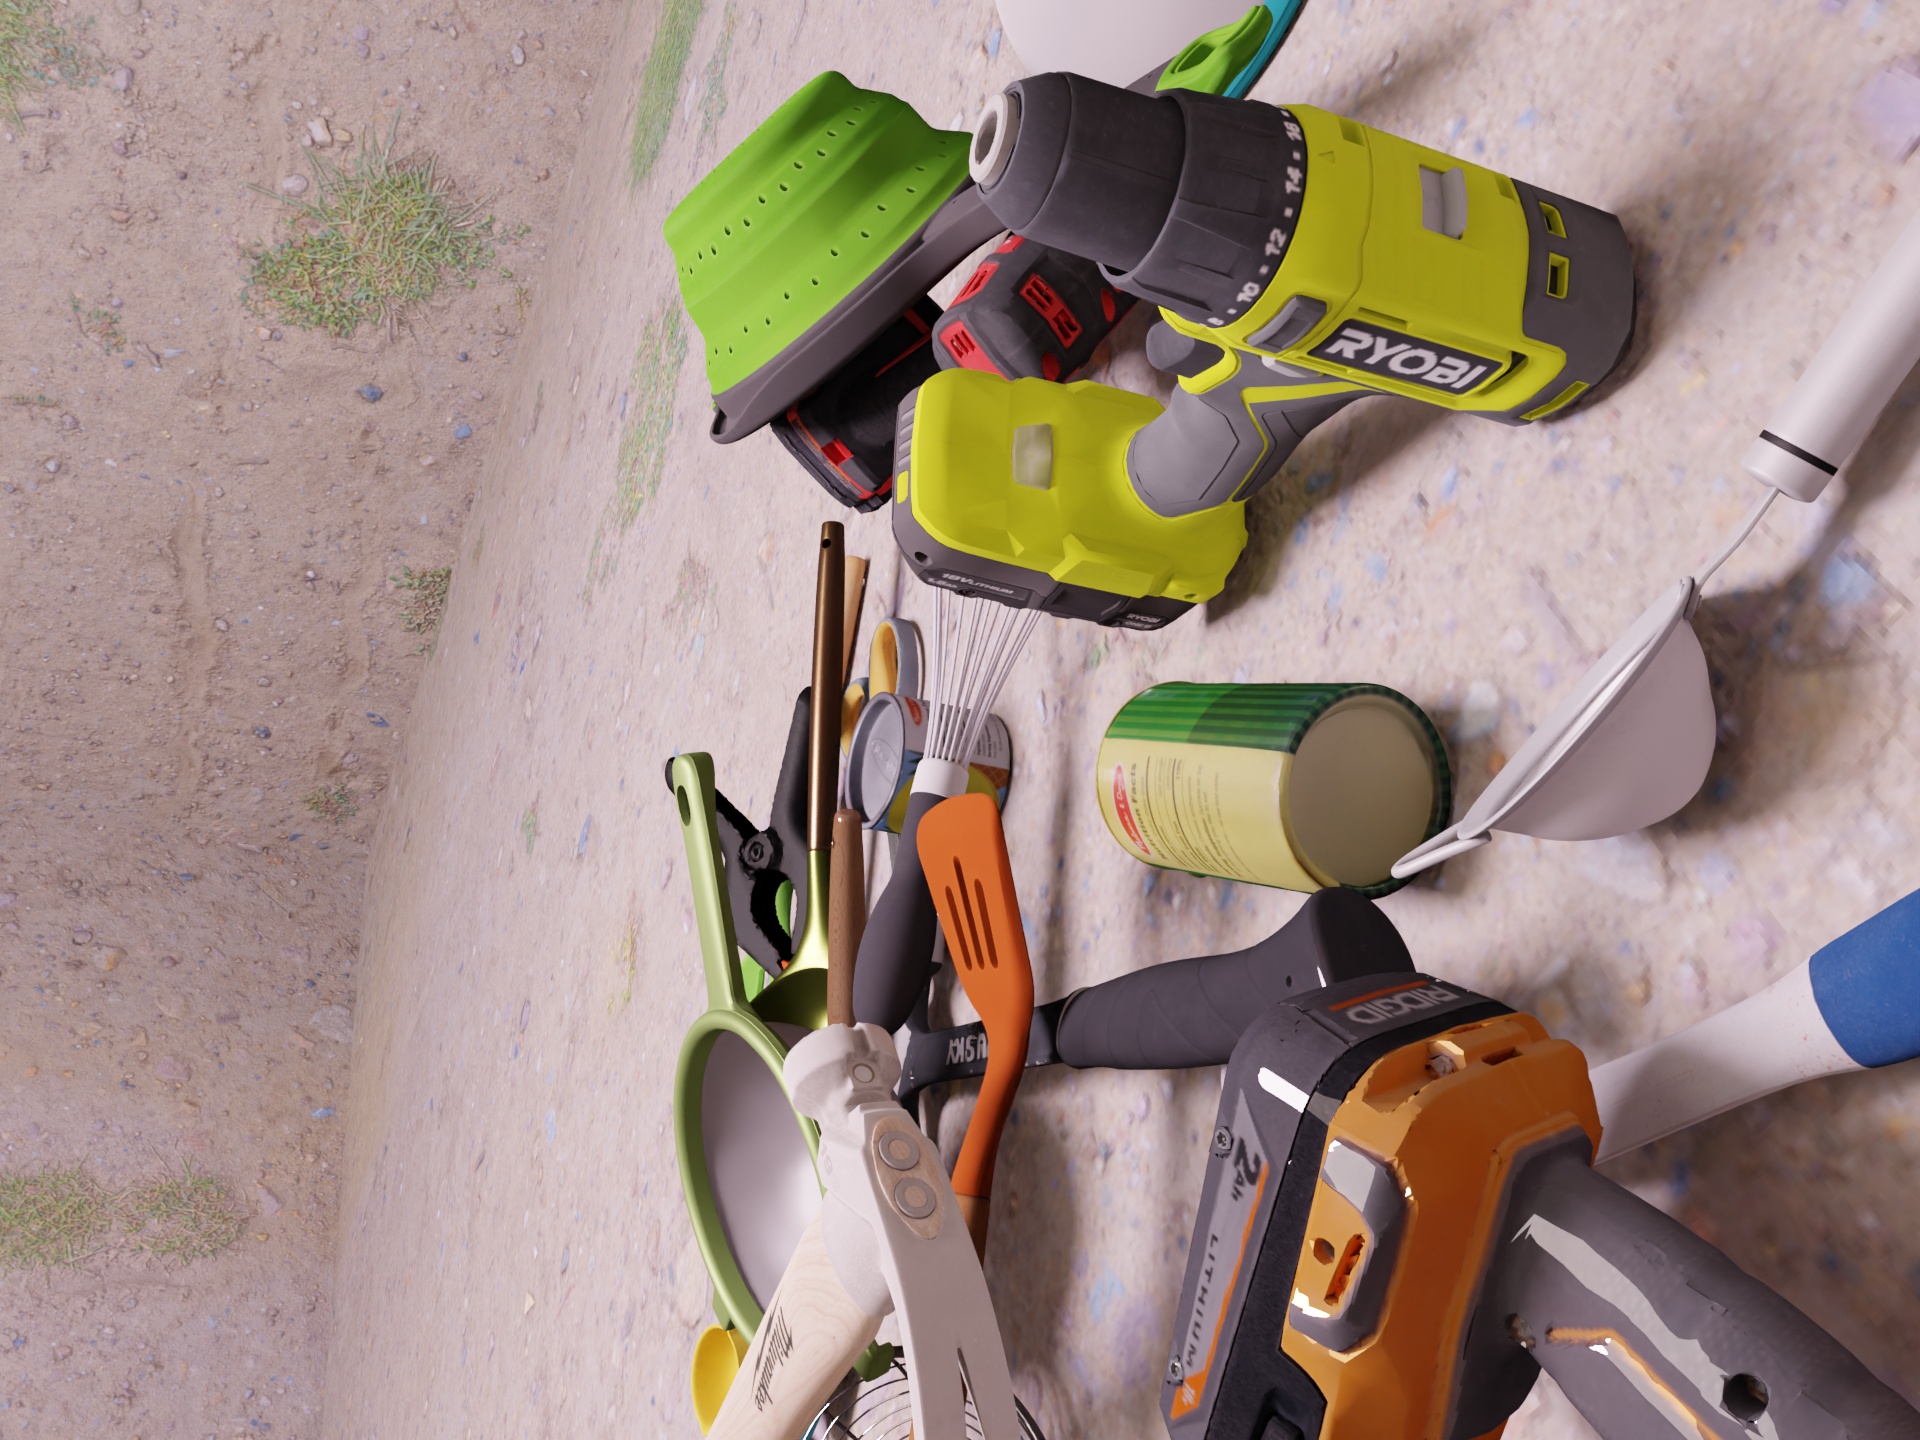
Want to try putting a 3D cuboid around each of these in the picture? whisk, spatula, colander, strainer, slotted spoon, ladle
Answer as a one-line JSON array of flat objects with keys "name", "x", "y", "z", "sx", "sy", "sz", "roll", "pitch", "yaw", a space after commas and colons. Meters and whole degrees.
[{"name": "whisk", "x": 0.000, "y": -0.002, "z": 0.686, "sx": 0.070, "sy": 0.070, "sz": 0.285, "roll": -24, "pitch": 48, "yaw": 60}, {"name": "spatula", "x": -0.009, "y": 0.188, "z": 0.548, "sx": 0.081, "sy": 0.041, "sz": 0.323, "roll": 154, "pitch": 127, "yaw": -67}, {"name": "colander", "x": -0.028, "y": -0.236, "z": 0.673, "sx": 0.204, "sy": 0.094, "sz": 0.397, "roll": -52, "pitch": 22, "yaw": -23}, {"name": "strainer", "x": -0.070, "y": 0.136, "z": 0.669, "sx": 0.151, "sy": 0.069, "sz": 0.256, "roll": -20, "pitch": 79, "yaw": 57}, {"name": "spatula", "x": -0.065, "y": 0.192, "z": 0.760, "sx": 0.082, "sy": 0.044, "sz": 0.317, "roll": -133, "pitch": 42, "yaw": -65}, {"name": "strainer", "x": 0.100, "y": -0.371, "z": 0.636, "sx": 0.340, "sy": 0.095, "sz": 0.211, "roll": -23, "pitch": 59, "yaw": 62}, {"name": "slotted spoon", "x": -0.094, "y": 0.055, "z": 0.948, "sx": 0.070, "sy": 0.031, "sz": 0.314, "roll": 7, "pitch": 84, "yaw": 51}, {"name": "strainer", "x": 0.192, "y": -0.052, "z": 0.376, "sx": 0.258, "sy": 0.050, "sz": 0.087, "roll": -62, "pitch": -14, "yaw": 21}, {"name": "ladle", "x": -0.080, "y": 0.042, "z": 0.855, "sx": 0.078, "sy": 0.062, "sz": 0.320, "roll": -4, "pitch": 77, "yaw": 24}]

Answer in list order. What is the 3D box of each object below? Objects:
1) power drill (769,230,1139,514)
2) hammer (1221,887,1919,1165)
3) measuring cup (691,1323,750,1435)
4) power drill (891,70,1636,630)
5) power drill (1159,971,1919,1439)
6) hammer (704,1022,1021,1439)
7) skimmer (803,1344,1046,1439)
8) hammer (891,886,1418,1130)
[{"name": "power drill", "x": 0.008, "y": -0.183, "z": 0.741, "sx": 0.143, "sy": 0.078, "sz": 0.220, "roll": -53, "pitch": 19, "yaw": -25}, {"name": "hammer", "x": 0.183, "y": 0.062, "z": 0.352, "sx": 0.405, "sy": 0.035, "sz": 0.144, "roll": -48, "pitch": 39, "yaw": 47}, {"name": "measuring cup", "x": -0.094, "y": 0.367, "z": 0.830, "sx": 0.157, "sy": 0.029, "sz": 0.062, "roll": 14, "pitch": 92, "yaw": 53}, {"name": "power drill", "x": 0.062, "y": -0.110, "z": 0.504, "sx": 0.228, "sy": 0.190, "sz": 0.080, "roll": 145, "pitch": 131, "yaw": -62}, {"name": "power drill", "x": 0.144, "y": 0.167, "z": 0.300, "sx": 0.226, "sy": 0.084, "sz": 0.185, "roll": 24, "pitch": 112, "yaw": 47}, {"name": "hammer", "x": -0.086, "y": 0.295, "z": 0.600, "sx": 0.410, "sy": 0.038, "sz": 0.146, "roll": -63, "pitch": 37, "yaw": 37}, {"name": "skimmer", "x": 0.042, "y": 0.269, "z": 0.496, "sx": 0.363, "sy": 0.090, "sz": 0.127, "roll": -32, "pitch": 52, "yaw": 57}, {"name": "hammer", "x": 0.036, "y": 0.119, "z": 0.582, "sx": 0.409, "sy": 0.036, "sz": 0.149, "roll": 144, "pitch": 130, "yaw": -65}]
